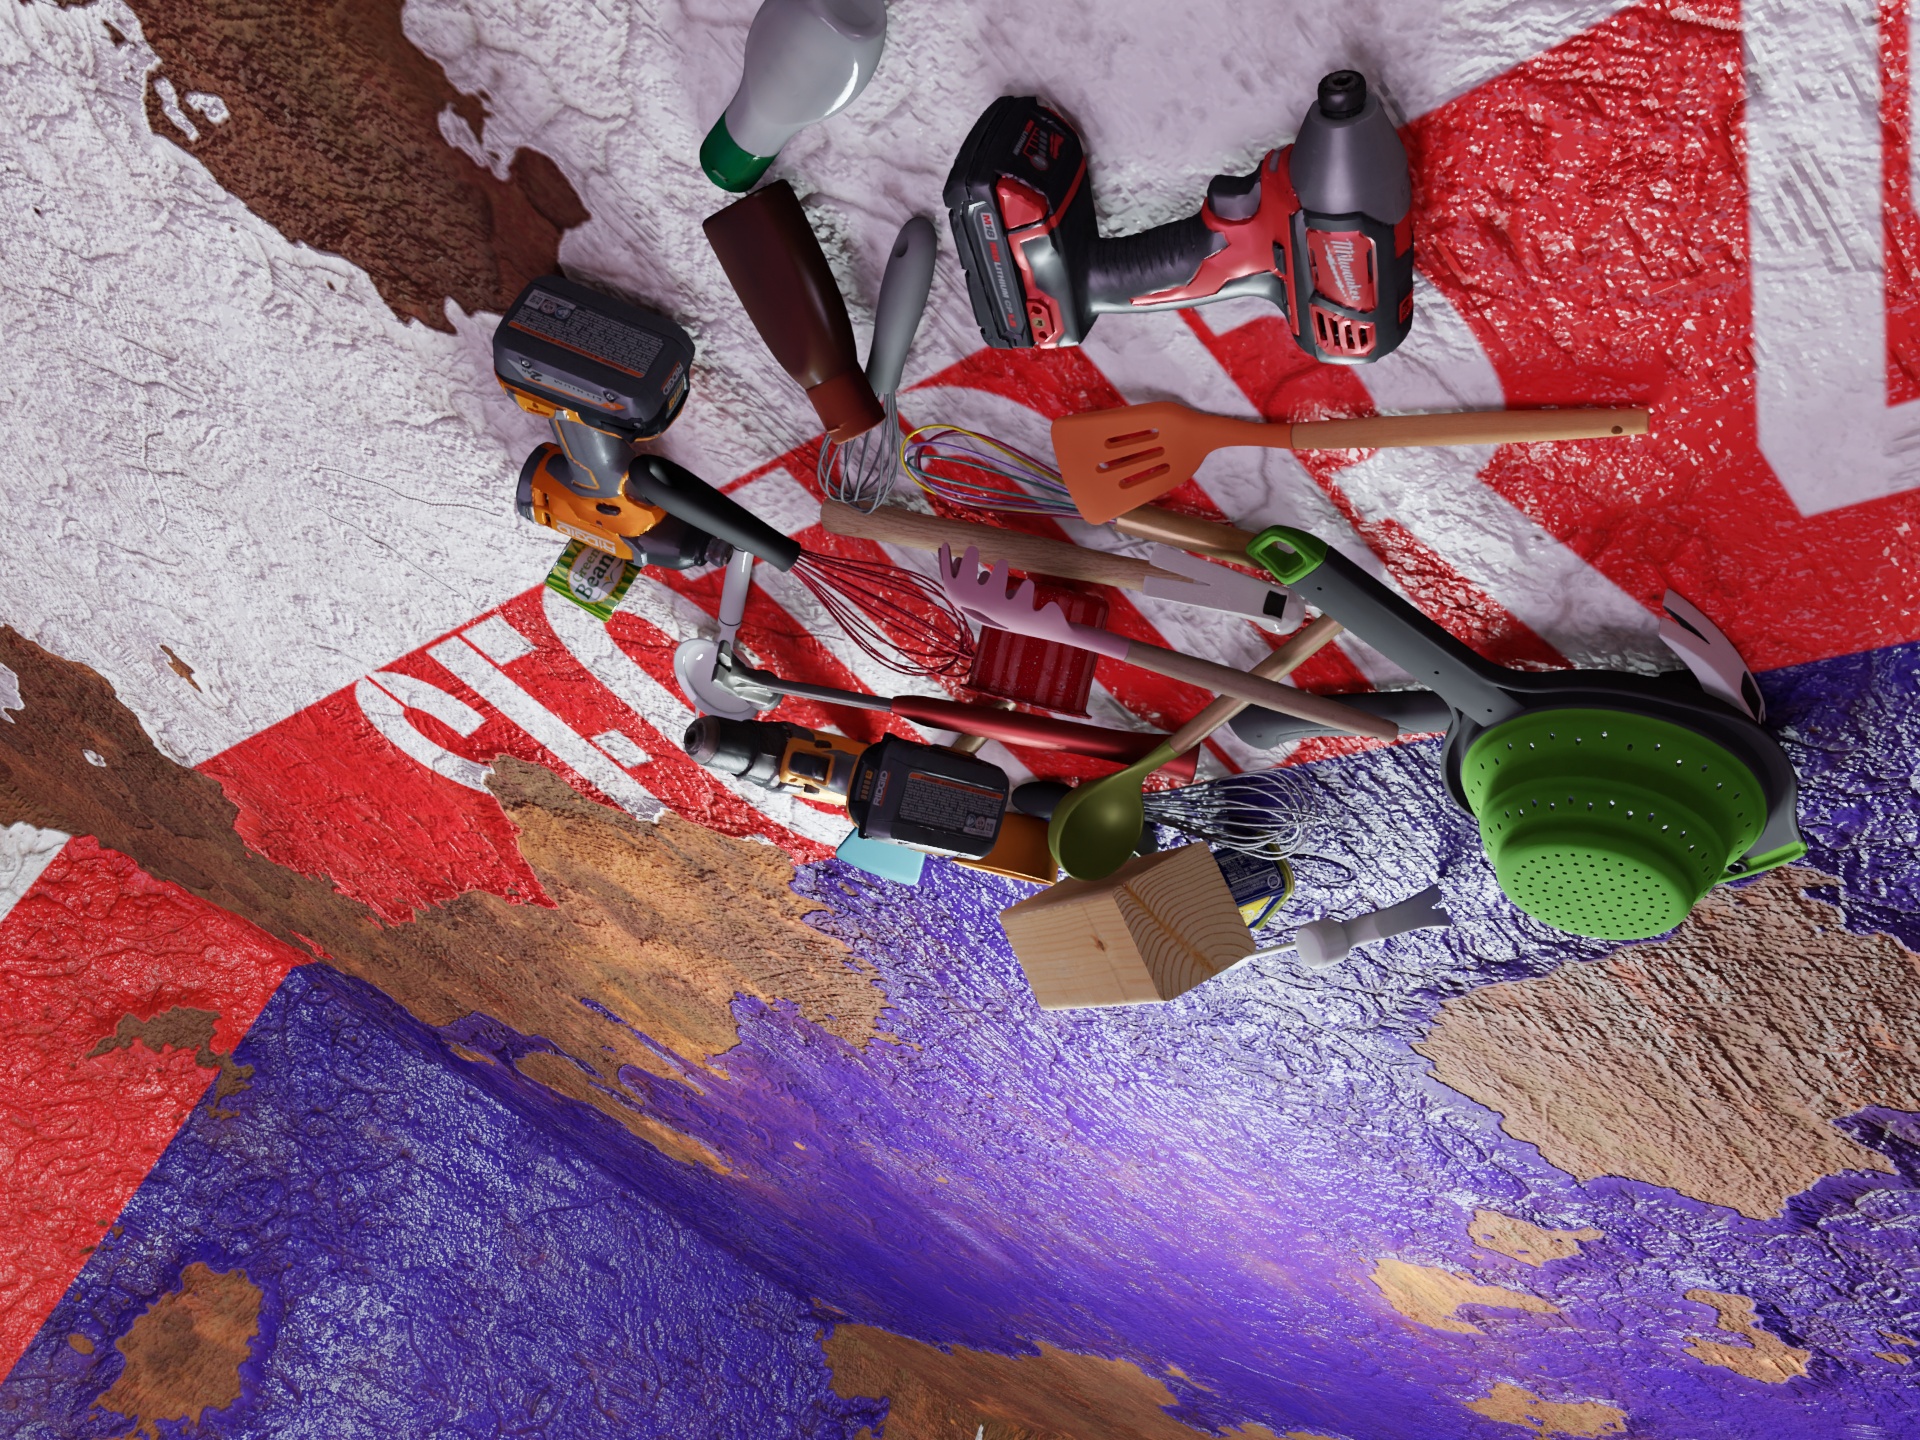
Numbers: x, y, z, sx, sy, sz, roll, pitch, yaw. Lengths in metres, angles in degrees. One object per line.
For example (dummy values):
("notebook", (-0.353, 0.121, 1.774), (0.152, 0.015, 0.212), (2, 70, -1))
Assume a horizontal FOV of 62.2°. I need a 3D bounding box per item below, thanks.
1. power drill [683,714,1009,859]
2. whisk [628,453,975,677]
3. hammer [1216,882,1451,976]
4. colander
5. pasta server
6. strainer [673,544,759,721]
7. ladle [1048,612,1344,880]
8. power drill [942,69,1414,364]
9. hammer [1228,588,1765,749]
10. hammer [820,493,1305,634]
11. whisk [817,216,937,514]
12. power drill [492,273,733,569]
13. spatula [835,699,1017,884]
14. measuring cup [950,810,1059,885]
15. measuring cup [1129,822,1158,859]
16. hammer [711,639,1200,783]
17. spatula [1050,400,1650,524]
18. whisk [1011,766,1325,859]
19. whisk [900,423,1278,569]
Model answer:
("power drill", (-0.095, 0.042, 1.252), (0.185, 0.084, 0.226), (16, 178, -39))
("whisk", (-0.102, -0.104, 1.100), (0.295, 0.073, 0.073), (29, 151, -31))
("hammer", (0.241, 0.198, 1.333), (0.144, 0.035, 0.405), (-12, 170, -26))
("colander", (0.322, 0.024, 0.944), (0.397, 0.095, 0.204), (33, 148, -13))
("pasta server", (0.132, -0.044, 1.002), (0.316, 0.040, 0.060), (17, 176, -8))
("strainer", (-0.183, -0.077, 1.272), (0.087, 0.050, 0.258), (31, 143, 7))
("ladle", (0.168, 0.014, 1.083), (0.078, 0.062, 0.320), (9, 143, -35))
("power drill", (0.111, -0.248, 0.786), (0.220, 0.079, 0.143), (8, 144, 22))
("hammer", (0.324, -0.011, 1.017), (0.335, 0.035, 0.146), (-3, 139, 38))
("hammer", (0.050, -0.108, 1.034), (0.331, 0.031, 0.130), (15, -177, 28))
("whisk", (-0.048, -0.213, 0.979), (0.055, 0.055, 0.238), (25, 143, 2))
("power drill", (-0.236, -0.189, 1.111), (0.164, 0.084, 0.226), (22, 152, 4))
("spatula", (-0.018, 0.055, 1.343), (0.082, 0.044, 0.317), (23, 148, -12))
("measuring cup", (0.036, 0.109, 1.385), (0.095, 0.052, 0.173), (14, 174, -8))
("measuring cup", (0.126, 0.127, 1.354), (0.083, 0.038, 0.167), (19, 149, 11))
("hammer", (-0.002, -0.004, 1.179), (0.359, 0.037, 0.149), (10, 173, 5))
("spatula", (0.208, -0.153, 0.885), (0.323, 0.041, 0.080), (3, 138, 30))
("whisk", (0.152, 0.067, 1.235), (0.285, 0.070, 0.070), (1, 141, 42))
("whisk", (0.078, -0.138, 0.995), (0.245, 0.051, 0.047), (16, 103, 5))
